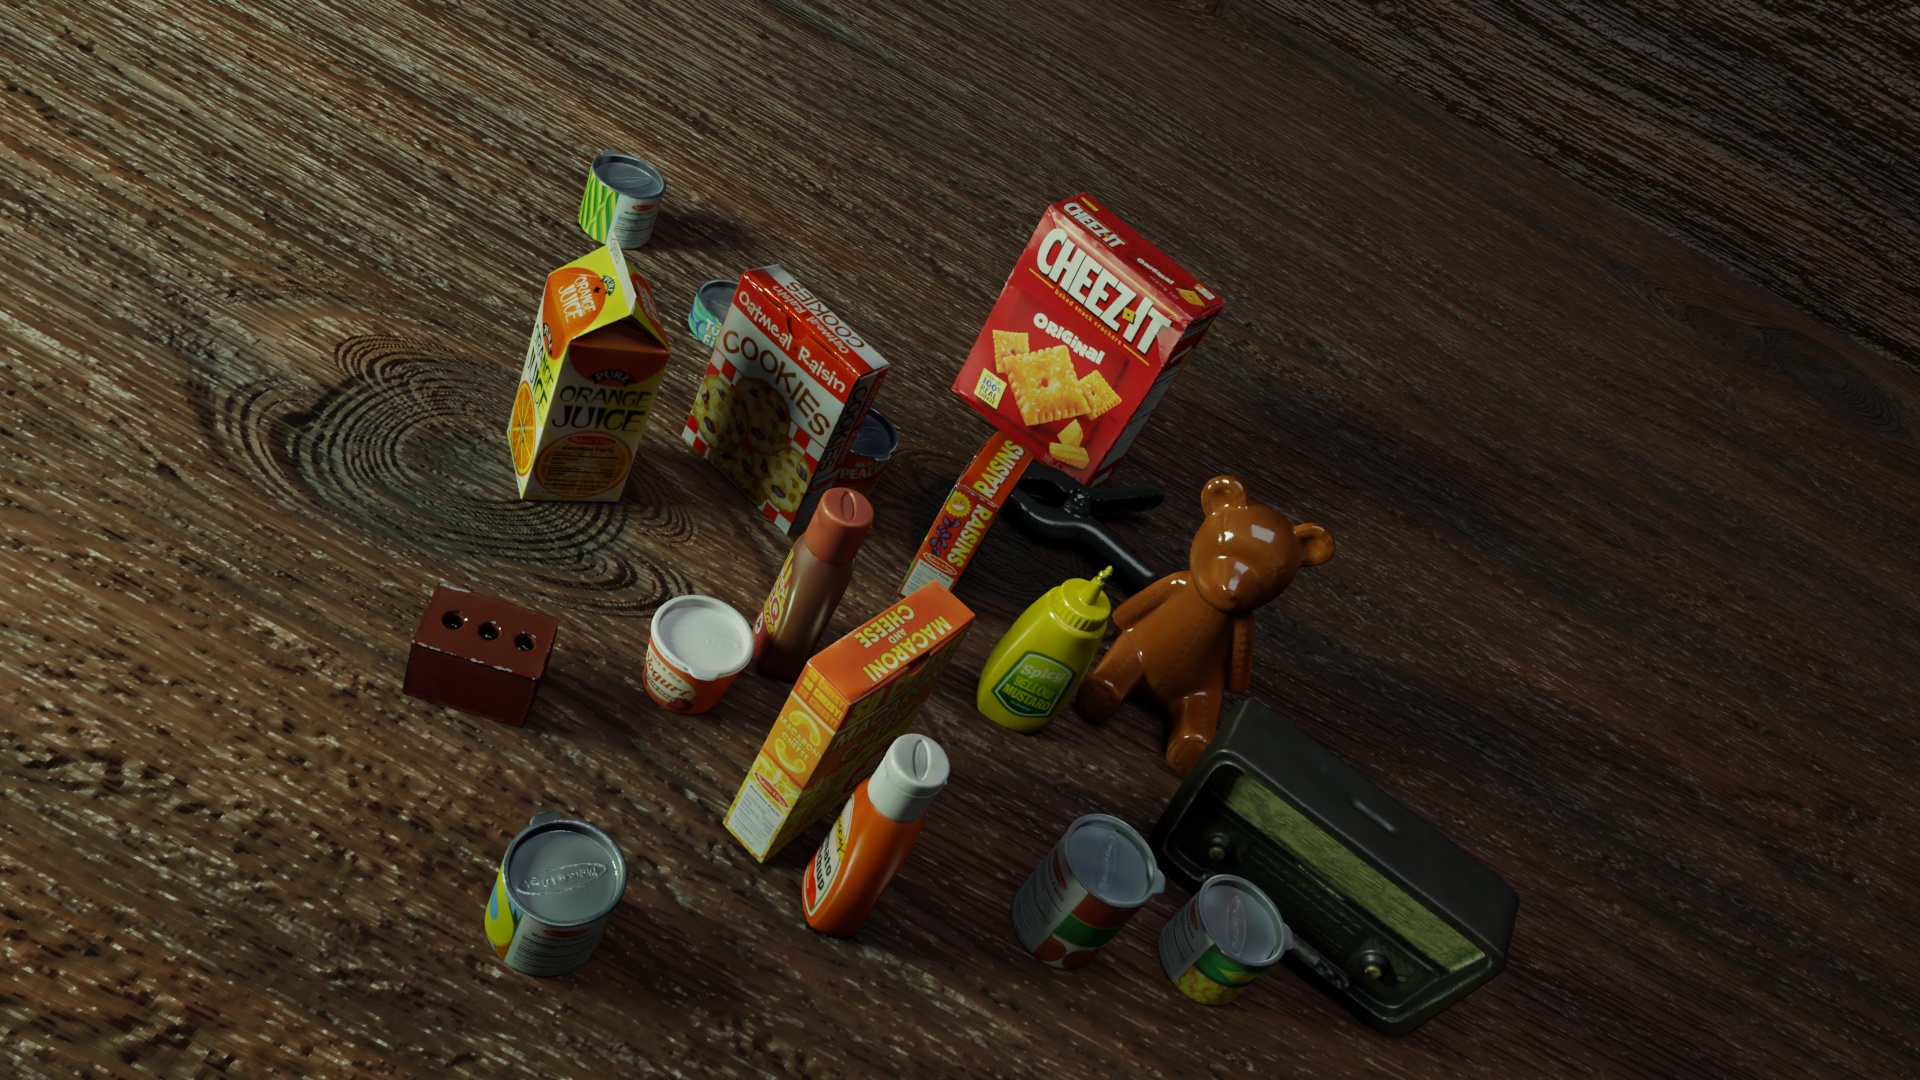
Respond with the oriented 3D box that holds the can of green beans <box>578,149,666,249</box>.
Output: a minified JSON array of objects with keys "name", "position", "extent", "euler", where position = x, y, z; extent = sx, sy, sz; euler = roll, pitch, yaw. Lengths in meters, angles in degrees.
[{"name":"can of green beans","position":[-0.303,-0.304,1.244],"extent":[0.071,0.057,0.071],"euler":[17,40,-15]}]

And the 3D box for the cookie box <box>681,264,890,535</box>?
[{"name":"cookie box","position":[-0.136,-0.104,1.048],"extent":[0.123,0.166,0.040],"euler":[42,40,15]}]

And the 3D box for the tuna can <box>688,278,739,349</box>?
[{"name":"tuna can","position":[-0.202,-0.194,1.209],"extent":[0.071,0.032,0.071],"euler":[17,41,-15]}]

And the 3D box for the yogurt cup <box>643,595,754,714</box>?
[{"name":"yogurt cup","position":[-0.176,0.078,0.916],"extent":[0.072,0.053,0.073],"euler":[17,40,-15]}]

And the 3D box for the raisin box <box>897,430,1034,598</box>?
[{"name":"raisin box","position":[0.004,-0.013,1.072],"extent":[0.040,0.122,0.086],"euler":[32,39,3]}]

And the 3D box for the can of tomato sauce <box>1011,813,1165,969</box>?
[{"name":"can of tomato sauce","position":[0.081,0.227,0.893],"extent":[0.071,0.082,0.071],"euler":[17,40,-15]}]

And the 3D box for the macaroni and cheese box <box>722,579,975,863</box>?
[{"name":"macaroni and cheese box","position":[-0.068,0.112,0.857],"extent":[0.040,0.165,0.124],"euler":[42,40,14]}]

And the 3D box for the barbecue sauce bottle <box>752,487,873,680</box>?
[{"name":"barbecue sauce bottle","position":[-0.100,0.027,0.943],"extent":[0.044,0.147,0.065],"euler":[15,41,-19]}]

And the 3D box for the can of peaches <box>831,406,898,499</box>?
[{"name":"can of peaches","position":[-0.090,-0.070,1.125],"extent":[0.071,0.057,0.071],"euler":[17,40,-15]}]

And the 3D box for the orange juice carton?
[{"name":"orange juice carton","position":[-0.257,-0.117,0.966],"extent":[0.073,0.191,0.072],"euler":[1,47,-31]}]

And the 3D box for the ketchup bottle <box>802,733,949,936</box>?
[{"name":"ketchup bottle","position":[-0.050,0.171,0.819],"extent":[0.043,0.148,0.065],"euler":[18,40,-16]}]

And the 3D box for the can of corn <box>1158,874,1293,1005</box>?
[{"name":"can of corn","position":[0.176,0.268,0.928],"extent":[0.071,0.058,0.071],"euler":[17,40,-15]}]

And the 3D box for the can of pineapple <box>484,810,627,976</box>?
[{"name":"can of pineapple","position":[-0.222,0.194,0.760],"extent":[0.071,0.057,0.071],"euler":[17,40,-15]}]

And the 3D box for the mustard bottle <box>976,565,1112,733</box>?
[{"name":"mustard bottle","position":[0.066,0.073,0.989],"extent":[0.065,0.159,0.049],"euler":[24,39,-8]}]
